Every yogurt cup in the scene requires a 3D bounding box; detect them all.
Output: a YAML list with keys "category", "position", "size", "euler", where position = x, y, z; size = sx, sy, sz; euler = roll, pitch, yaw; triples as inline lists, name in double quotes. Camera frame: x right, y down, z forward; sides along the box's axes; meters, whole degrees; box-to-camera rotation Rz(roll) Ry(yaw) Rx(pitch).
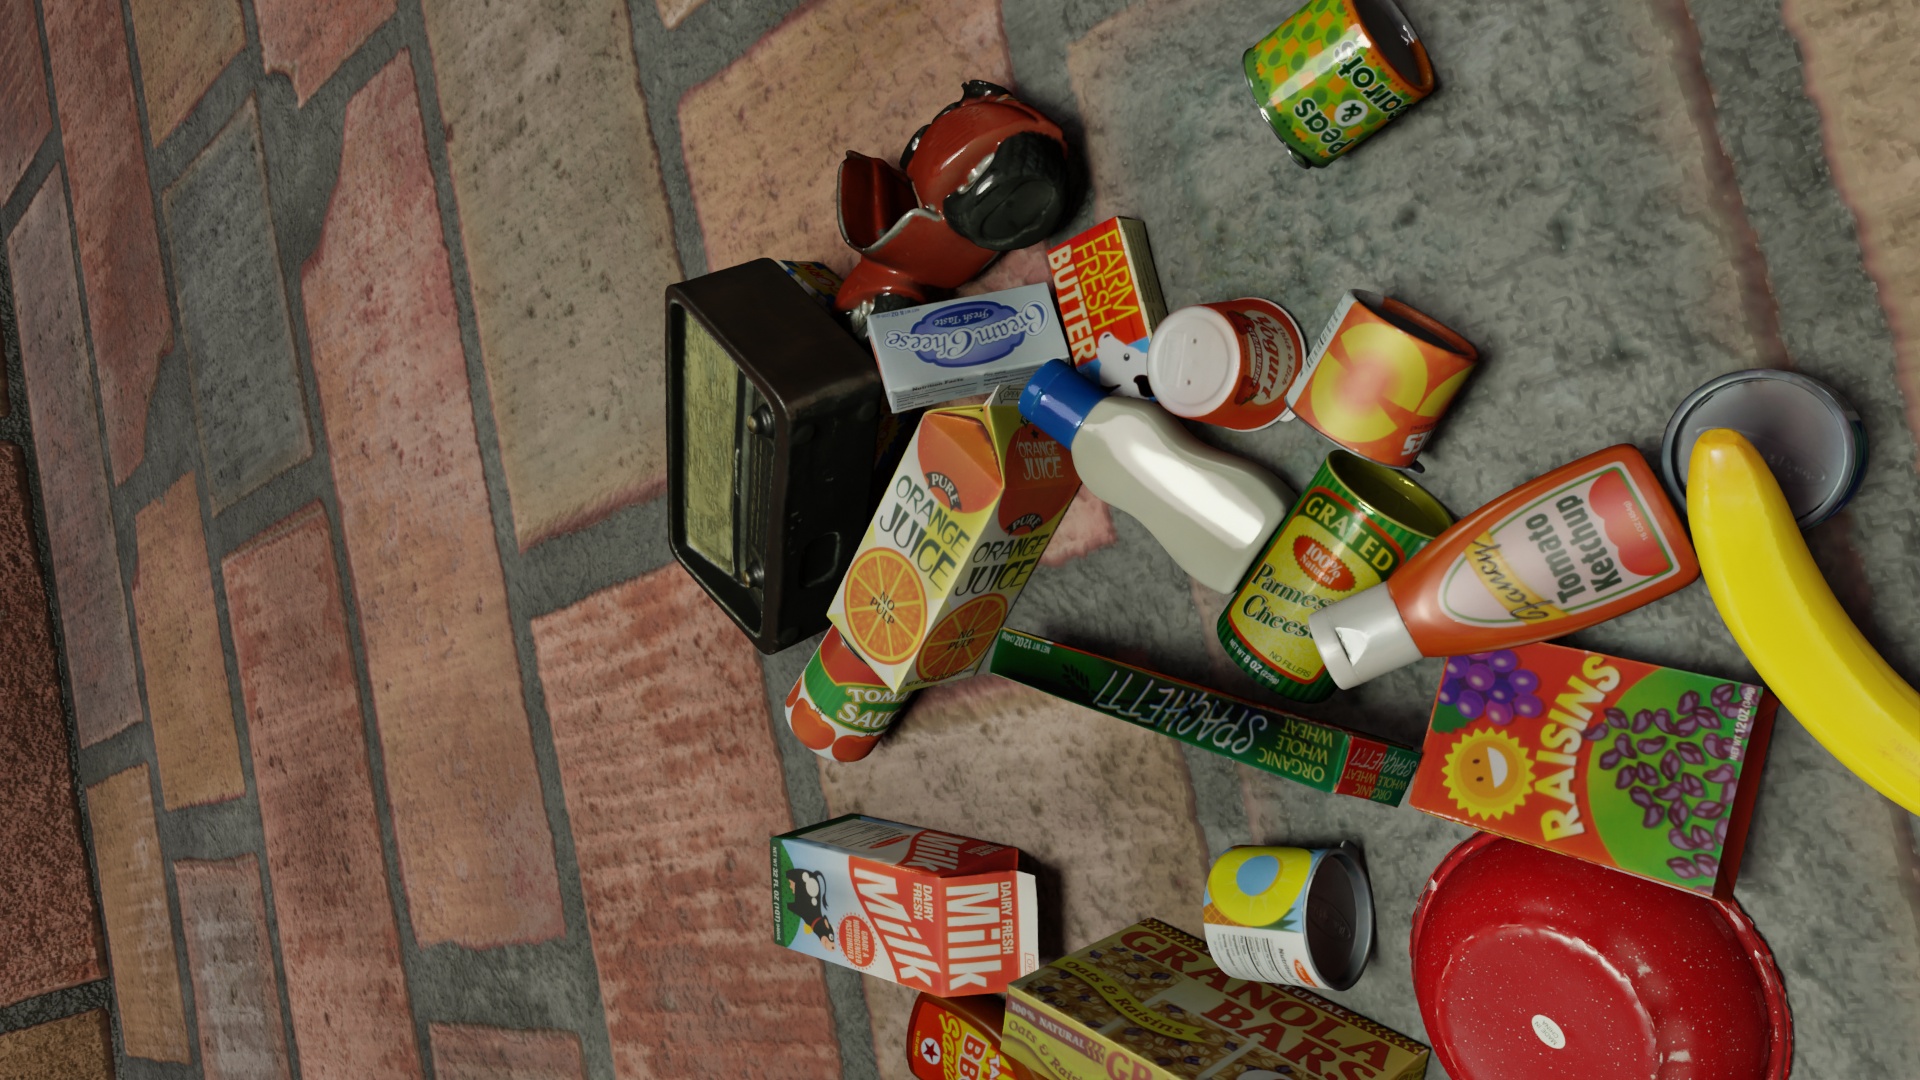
- category: "yogurt cup"
  position: [0.129, -0.088, 0.689]
  size: [0.072, 0.054, 0.072]
  euler: [4, 96, 43]

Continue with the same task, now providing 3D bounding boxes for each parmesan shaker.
- category: "parmesan shaker"
  position: [0.175, 0.020, 0.648]
  size: [0.071, 0.071, 0.102]
  euler: [46, 122, 30]

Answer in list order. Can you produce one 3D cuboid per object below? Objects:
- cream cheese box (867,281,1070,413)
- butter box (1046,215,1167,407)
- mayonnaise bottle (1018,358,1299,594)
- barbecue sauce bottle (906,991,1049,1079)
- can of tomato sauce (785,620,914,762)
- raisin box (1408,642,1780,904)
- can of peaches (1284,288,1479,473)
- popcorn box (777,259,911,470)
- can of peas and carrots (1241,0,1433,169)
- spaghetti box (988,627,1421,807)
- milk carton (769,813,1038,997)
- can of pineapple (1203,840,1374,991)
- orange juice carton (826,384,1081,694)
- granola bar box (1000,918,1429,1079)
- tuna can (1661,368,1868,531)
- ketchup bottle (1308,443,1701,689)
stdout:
- category: "cream cheese box"
  position: [0.005, -0.107, 0.769]
  size: [0.024, 0.104, 0.053]
  euler: [95, 161, -64]
- category: "butter box"
  position: [0.084, -0.117, 0.747]
  size: [0.053, 0.024, 0.103]
  euler: [-20, 80, 41]
- category: "mayonnaise bottle"
  position: [0.097, -0.039, 0.710]
  size: [0.148, 0.041, 0.064]
  euler: [39, 117, 18]
- category: "barbecue sauce bottle"
  position: [0.034, 0.316, 0.818]
  size: [0.148, 0.044, 0.064]
  euler: [16, 103, 40]
- category: "can of tomato sauce"
  position: [-0.064, 0.090, 0.872]
  size: [0.071, 0.071, 0.082]
  euler: [51, 125, 27]
- category: "raisin box"
  position: [0.261, 0.089, 0.579]
  size: [0.123, 0.040, 0.086]
  euler: [12, 83, 41]
- category: "can of peaches"
  position: [0.192, -0.072, 0.626]
  size: [0.071, 0.071, 0.057]
  euler: [42, 119, 32]
- category: "popcorn box"
  position: [-0.082, -0.113, 0.889]
  size: [0.127, 0.038, 0.084]
  euler: [43, 122, 31]
- category: "can of peas and carrots"
  position: [0.171, -0.211, 0.629]
  size: [0.058, 0.071, 0.071]
  euler: [-32, 72, 39]
- category: "spaghetti box"
  position: [0.107, 0.082, 0.688]
  size: [0.250, 0.050, 0.028]
  euler: [13, 86, 54]
- category: "milk carton"
  position: [-0.027, 0.221, 0.845]
  size: [0.190, 0.073, 0.072]
  euler: [0, 94, 42]
- category: "can of pineapple"
  position: [0.161, 0.181, 0.677]
  size: [0.058, 0.071, 0.071]
  euler: [-9, 88, 43]
- category: "orange juice carton"
  position: [0.003, -0.010, 0.799]
  size: [0.073, 0.072, 0.191]
  euler: [45, 122, 30]
- category: "granola bar box"
  position: [0.122, 0.248, 0.677]
  size: [0.165, 0.124, 0.039]
  euler: [16, 105, 41]
- category: "tuna can"
  position: [0.312, -0.031, 0.541]
  size: [0.071, 0.033, 0.071]
  euler: [5, 97, 42]
- category: "ketchup bottle"
  position: [0.222, 0.018, 0.581]
  size: [0.148, 0.043, 0.065]
  euler: [-27, 81, 19]
